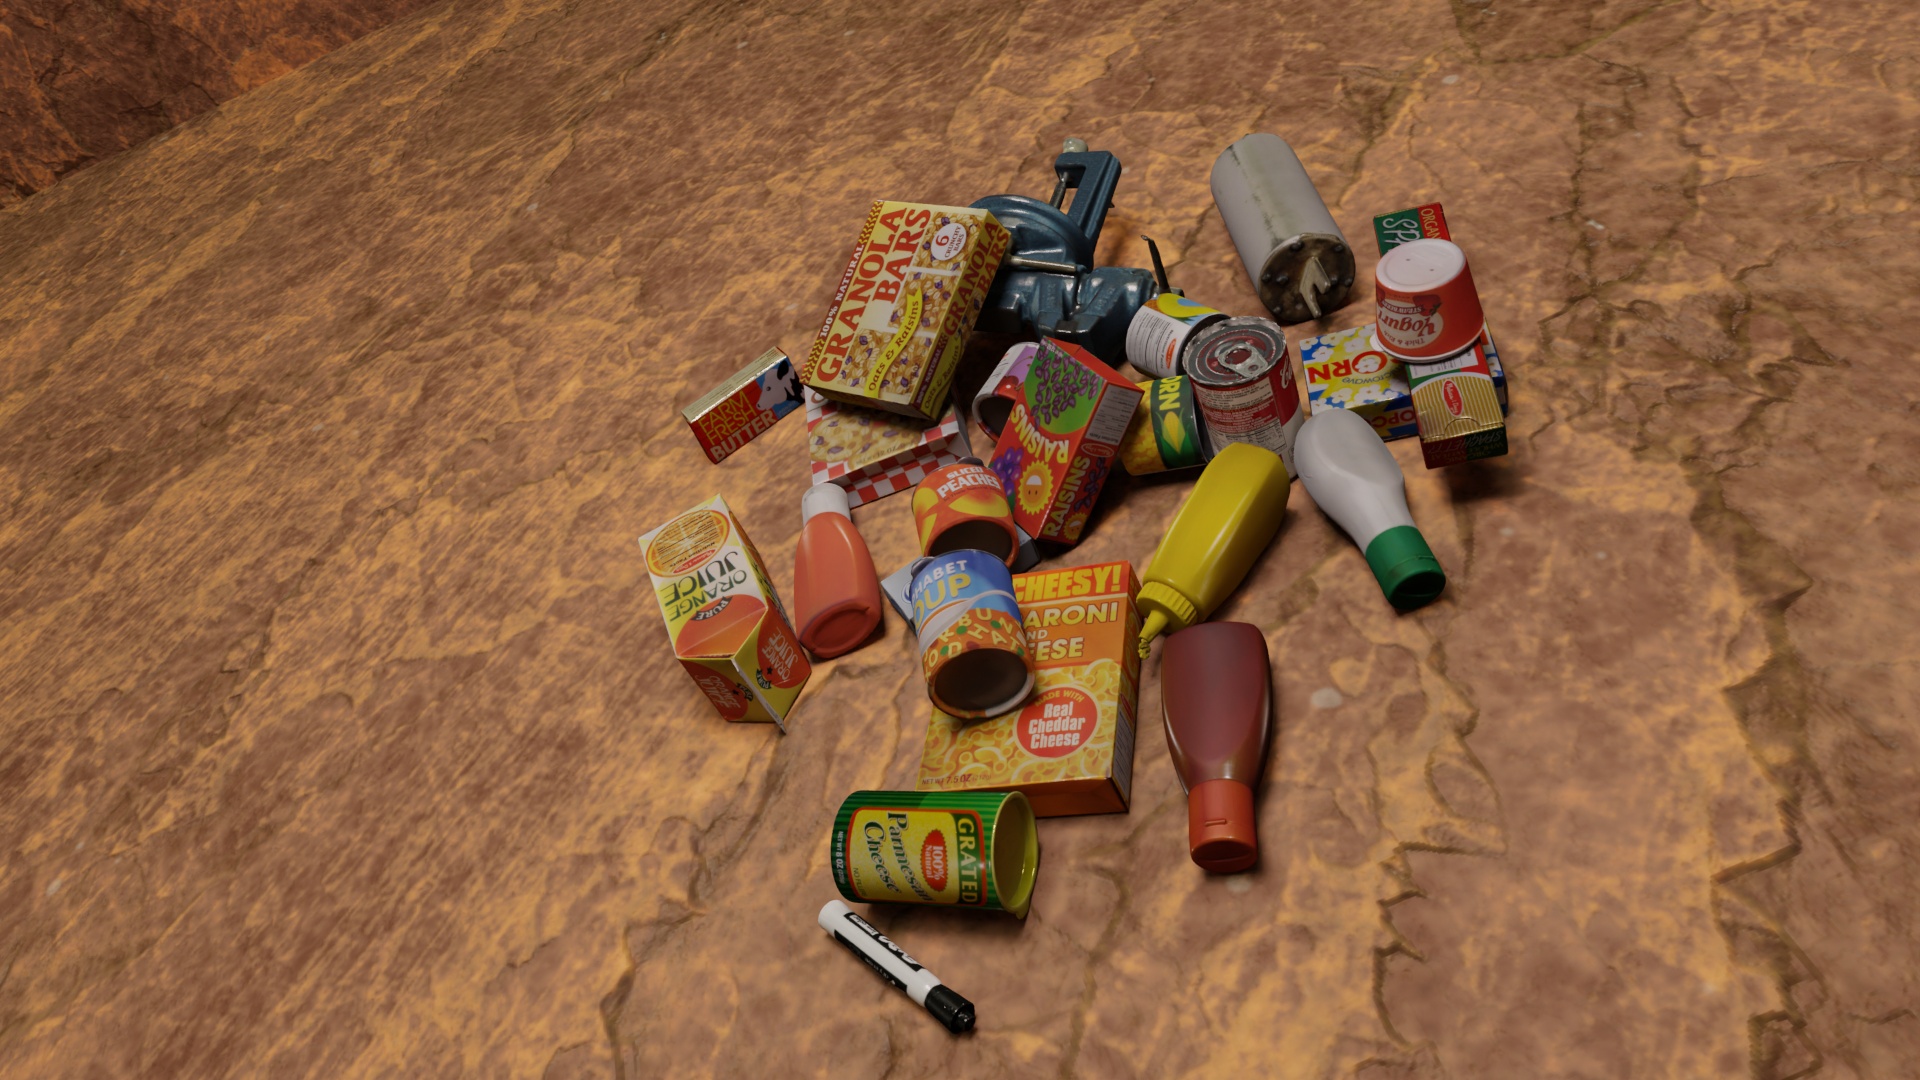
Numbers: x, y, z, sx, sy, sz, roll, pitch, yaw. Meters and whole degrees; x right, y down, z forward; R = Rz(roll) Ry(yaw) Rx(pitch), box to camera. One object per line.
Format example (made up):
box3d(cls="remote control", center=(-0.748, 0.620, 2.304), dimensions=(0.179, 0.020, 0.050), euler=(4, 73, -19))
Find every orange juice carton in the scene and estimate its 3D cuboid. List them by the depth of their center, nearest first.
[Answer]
box3d(cls="orange juice carton", center=(-0.166, 0.056, 0.995), dimensions=(0.073, 0.071, 0.193), euler=(-30, 40, -3))

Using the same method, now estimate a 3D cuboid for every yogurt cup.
box3d(cls="yogurt cup", center=(0.296, -0.155, 0.886), dimensions=(0.072, 0.053, 0.073), euler=(-14, 42, 14))

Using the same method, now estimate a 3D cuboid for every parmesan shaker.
box3d(cls="parmesan shaker", center=(-0.015, 0.180, 0.795), dimensions=(0.103, 0.071, 0.072), euler=(-4, 45, 24))

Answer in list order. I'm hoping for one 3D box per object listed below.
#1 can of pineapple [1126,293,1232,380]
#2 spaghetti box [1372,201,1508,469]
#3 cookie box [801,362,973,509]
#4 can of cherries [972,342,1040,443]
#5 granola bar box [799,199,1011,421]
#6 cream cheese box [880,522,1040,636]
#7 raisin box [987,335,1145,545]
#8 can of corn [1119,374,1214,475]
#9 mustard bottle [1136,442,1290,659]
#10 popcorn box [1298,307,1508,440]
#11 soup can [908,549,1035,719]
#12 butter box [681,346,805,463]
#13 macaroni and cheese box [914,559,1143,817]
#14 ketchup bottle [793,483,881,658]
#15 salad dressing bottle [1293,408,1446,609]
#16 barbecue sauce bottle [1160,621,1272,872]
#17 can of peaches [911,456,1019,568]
box3d(cls="can of pineapple", center=(0.168, -0.146, 1.042), dimensions=(0.071, 0.070, 0.058), euler=(-39, 42, -15))
box3d(cls="spaghetti box", center=(0.317, -0.144, 0.929), dimensions=(0.050, 0.028, 0.251), euler=(-11, 43, 17))
box3d(cls="cookie box", center=(-0.063, -0.106, 1.137), dimensions=(0.123, 0.040, 0.168), euler=(-20, 42, 7))
box3d(cls="can of cherries", center=(0.053, -0.107, 1.059), dimensions=(0.071, 0.071, 0.059), euler=(10, 52, 35))
box3d(cls="granola bar box", center=(-0.044, -0.184, 1.099), dimensions=(0.124, 0.039, 0.165), euler=(15, 80, 38))
box3d(cls="cream cheese box", center=(-0.001, 0.022, 0.982), dimensions=(0.104, 0.024, 0.053), euler=(-34, 40, -9))
box3d(cls="raisin box", center=(0.069, -0.070, 0.978), dimensions=(0.086, 0.040, 0.123), euler=(44, 117, 48))
box3d(cls="can of corn", center=(0.144, -0.084, 0.983), dimensions=(0.058, 0.071, 0.071), euler=(-9, 44, 21))
box3d(cls="mustard bottle", center=(0.154, 0.010, 0.887), dimensions=(0.049, 0.065, 0.161), euler=(22, 63, 36))
box3d(cls="popcorn box", center=(0.303, -0.113, 0.956), dimensions=(0.126, 0.038, 0.085), euler=(-12, 44, 16))
box3d(cls="soup can", center=(0.004, 0.056, 0.846), dimensions=(0.071, 0.071, 0.084), euler=(-20, 41, 7))
box3d(cls="butter box", center=(-0.186, -0.117, 1.201), dimensions=(0.104, 0.053, 0.024), euler=(-37, 44, -11))
box3d(cls="macaroni and cheese box", center=(0.047, 0.093, 0.871), dimensions=(0.123, 0.040, 0.167), euler=(-8, 44, 21))
box3d(cls="ketchup bottle", center=(-0.095, 0.015, 1.020), dimensions=(0.064, 0.043, 0.149), euler=(-37, 37, 19))
box3d(cls="salad dressing bottle", center=(0.258, -0.021, 0.876), dimensions=(0.064, 0.043, 0.148), euler=(4, 43, -18))
box3d(cls="barbecue sauce bottle", center=(0.148, 0.115, 0.794), dimensions=(0.065, 0.043, 0.149), euler=(-11, 44, 18))
box3d(cls="can of peaches", center=(0.003, -0.012, 0.941), dimensions=(0.071, 0.071, 0.058), euler=(-21, 43, 7))
